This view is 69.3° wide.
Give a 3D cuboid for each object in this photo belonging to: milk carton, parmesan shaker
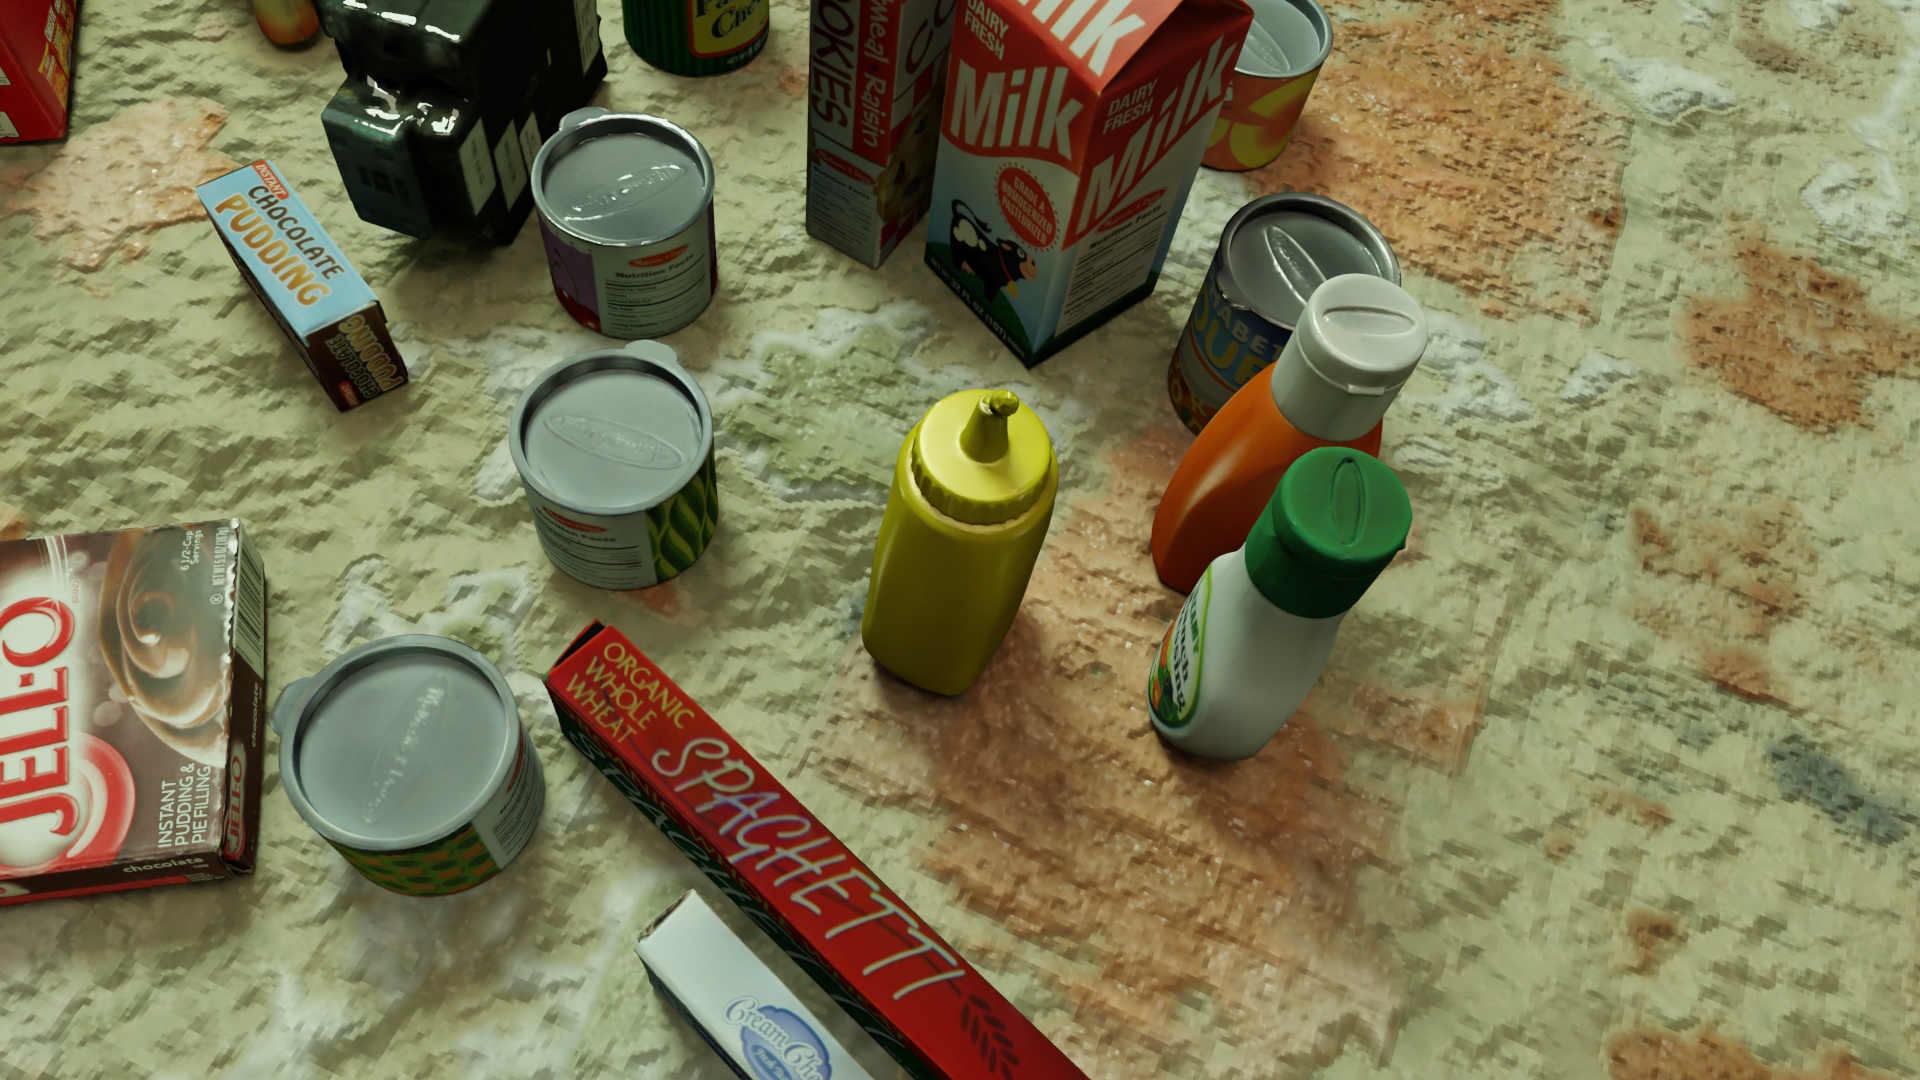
[{"bbox_3d":[0.043,-0.156,0.502,0.074,0.189,0.072,-33,71,-22],"label":"milk carton"},{"bbox_3d":[-0.112,-0.259,0.588,0.071,0.102,0.071,3,61,-6],"label":"parmesan shaker"}]

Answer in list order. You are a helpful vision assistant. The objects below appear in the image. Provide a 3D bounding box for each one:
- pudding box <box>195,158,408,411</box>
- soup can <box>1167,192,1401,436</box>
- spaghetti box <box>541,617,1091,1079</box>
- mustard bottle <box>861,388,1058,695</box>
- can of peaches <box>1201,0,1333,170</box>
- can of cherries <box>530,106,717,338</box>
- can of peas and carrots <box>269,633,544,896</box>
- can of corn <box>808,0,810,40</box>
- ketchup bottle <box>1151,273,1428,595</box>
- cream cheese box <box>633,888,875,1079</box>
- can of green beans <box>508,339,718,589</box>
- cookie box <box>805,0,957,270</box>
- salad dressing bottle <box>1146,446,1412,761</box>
[{"bbox_3d":[-0.241,-0.094,0.511,0.030,0.049,0.084,-34,71,-22],"label":"pudding box"},{"bbox_3d":[0.118,-0.080,0.531,0.071,0.083,0.071,3,61,-6],"label":"soup can"},{"bbox_3d":[-0.033,0.120,0.421,0.250,0.050,0.029,40,64,14],"label":"spaghetti box"},{"bbox_3d":[0.002,-0.005,0.431,0.049,0.159,0.065,25,62,6],"label":"mustard bottle"},{"bbox_3d":[0.122,-0.207,0.616,0.071,0.057,0.071,3,61,-6],"label":"can of peaches"},{"bbox_3d":[-0.128,-0.123,0.537,0.071,0.058,0.072,3,61,-6],"label":"can of cherries"},{"bbox_3d":[-0.167,0.070,0.426,0.071,0.058,0.071,3,61,-6],"label":"can of peas and carrots"},{"bbox_3d":[-0.032,-0.245,0.617,0.071,0.058,0.071,3,61,-6],"label":"can of corn"},{"bbox_3d":[0.110,-0.028,0.465,0.065,0.148,0.044,4,61,-5],"label":"ketchup bottle"},{"bbox_3d":[-0.050,0.150,0.400,0.104,0.053,0.024,41,64,15],"label":"cream cheese box"},{"bbox_3d":[-0.118,-0.024,0.484,0.071,0.057,0.071,3,61,-6],"label":"can of green beans"},{"bbox_3d":[-0.011,-0.204,0.535,0.040,0.166,0.123,30,62,9],"label":"cookie box"},{"bbox_3d":[0.096,0.023,0.435,0.044,0.147,0.064,12,61,-1],"label":"salad dressing bottle"}]
